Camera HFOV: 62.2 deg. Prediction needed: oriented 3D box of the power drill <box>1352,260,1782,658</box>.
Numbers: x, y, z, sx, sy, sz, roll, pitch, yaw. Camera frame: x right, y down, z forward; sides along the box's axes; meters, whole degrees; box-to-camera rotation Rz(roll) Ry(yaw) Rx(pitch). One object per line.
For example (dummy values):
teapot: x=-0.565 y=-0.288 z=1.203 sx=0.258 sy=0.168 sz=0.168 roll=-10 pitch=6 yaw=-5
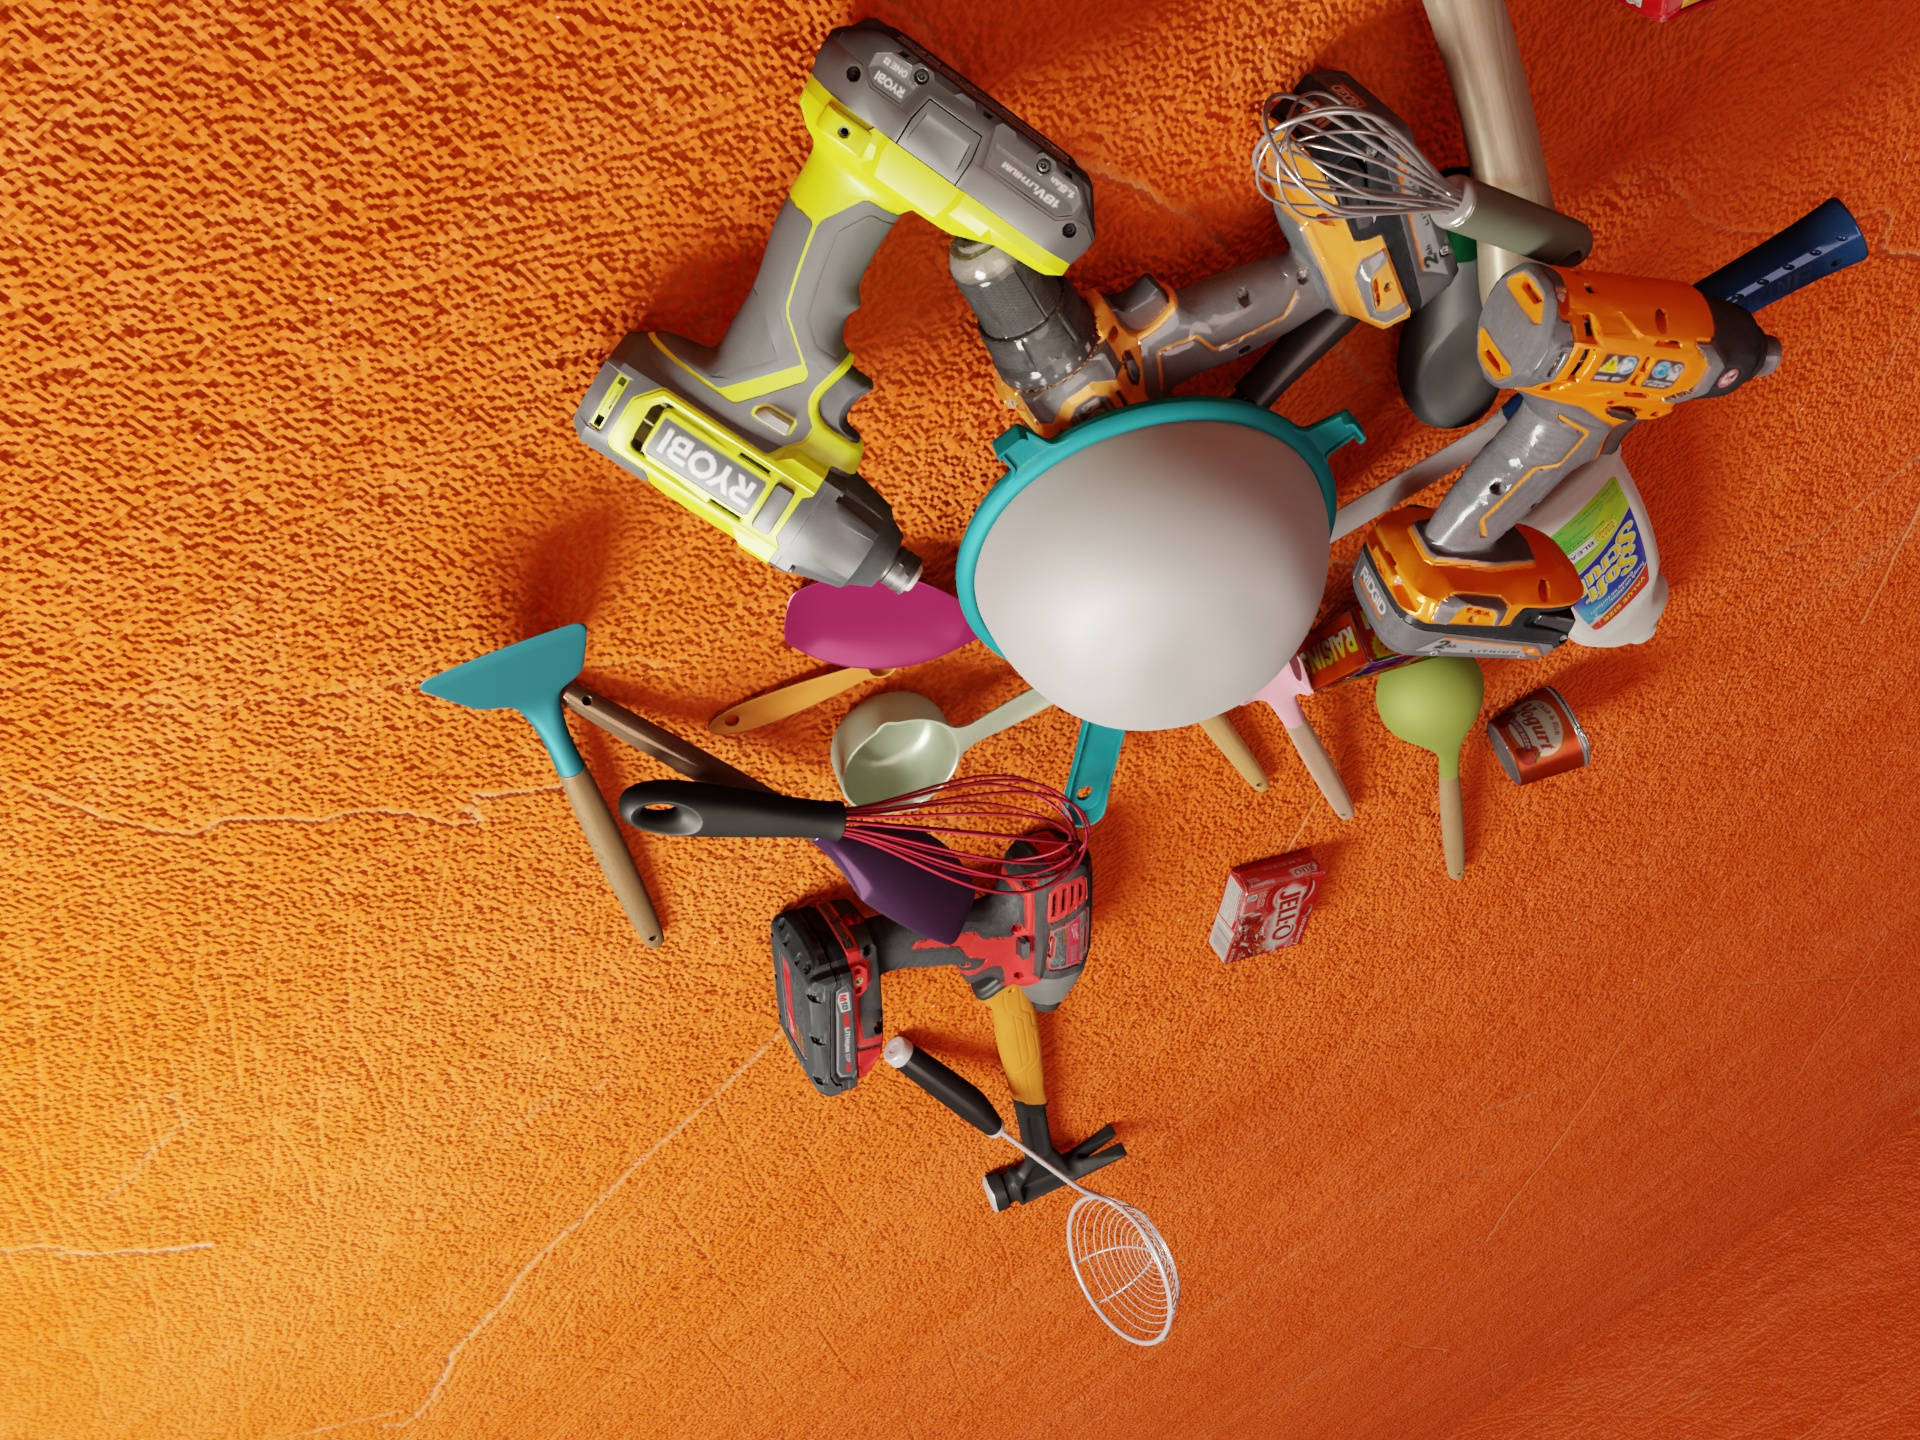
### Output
power drill: x=0.326 y=-0.136 z=0.859 sx=0.164 sy=0.084 sz=0.226 roll=1 pitch=138 yaw=-17

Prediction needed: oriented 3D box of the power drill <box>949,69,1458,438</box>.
power drill: x=0.115 y=-0.223 z=0.790 sx=0.226 sy=0.084 sz=0.185 roll=-33 pitch=137 yaw=9

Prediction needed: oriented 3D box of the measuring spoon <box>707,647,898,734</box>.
measuring spoon: x=-0.092 y=-0.018 z=0.920 sx=0.117 sy=0.011 sz=0.021 roll=-21 pitch=132 yaw=-5

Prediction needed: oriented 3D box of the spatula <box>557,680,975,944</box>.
spatula: x=-0.103 y=0.052 z=0.936 sx=0.315 sy=0.018 sz=0.060 roll=32 pitch=72 yaw=-35

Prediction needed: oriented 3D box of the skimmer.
skimmer: x=0.051 y=0.377 z=1.261 sx=0.363 sy=0.127 sz=0.090 roll=44 pitch=68 yaw=-29

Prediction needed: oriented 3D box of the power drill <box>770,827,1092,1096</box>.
power drill: x=-0.011 y=0.165 z=1.082 sx=0.219 sy=0.079 sz=0.143 roll=-16 pitch=126 yaw=-21

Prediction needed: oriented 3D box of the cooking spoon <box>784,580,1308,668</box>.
cooking spoon: x=0.056 y=-0.057 z=0.922 sx=0.318 sy=0.017 sz=0.068 roll=0 pitch=133 yaw=-15

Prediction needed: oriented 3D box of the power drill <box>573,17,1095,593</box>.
power drill: x=-0.045 y=-0.173 z=0.708 sx=0.171 sy=0.080 sz=0.223 roll=32 pitch=112 yaw=-13

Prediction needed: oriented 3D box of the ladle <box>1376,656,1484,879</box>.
ladle: x=0.369 y=0.043 z=1.225 sx=0.078 sy=0.062 sz=0.319 roll=-32 pitch=145 yaw=-1

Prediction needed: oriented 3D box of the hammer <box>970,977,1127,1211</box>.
hammer: x=0.061 y=0.288 z=1.280 sx=0.127 sy=0.034 sz=0.336 roll=-21 pitch=137 yaw=-9

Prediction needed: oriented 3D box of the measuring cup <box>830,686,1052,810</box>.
measuring cup: x=-0.002 y=-0.003 z=0.964 sx=0.167 sy=0.038 sz=0.083 roll=-26 pitch=138 yaw=-8

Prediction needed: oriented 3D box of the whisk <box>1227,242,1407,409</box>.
whisk: x=0.161 y=-0.180 z=0.883 sx=0.239 sy=0.055 sz=0.055 roll=-46 pitch=136 yaw=10

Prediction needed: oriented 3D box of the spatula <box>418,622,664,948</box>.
spatula: x=-0.207 y=0.050 z=0.879 sx=0.082 sy=0.044 sz=0.317 roll=-22 pitch=142 yaw=-10

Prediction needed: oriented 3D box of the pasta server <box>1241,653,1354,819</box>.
pasta server: x=0.234 y=0.016 z=1.086 sx=0.060 sy=0.040 sz=0.316 roll=-9 pitch=154 yaw=22

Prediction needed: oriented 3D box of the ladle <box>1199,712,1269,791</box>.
ladle: x=0.147 y=-0.025 z=1.035 sx=0.069 sy=0.031 sz=0.315 roll=-26 pitch=142 yaw=16

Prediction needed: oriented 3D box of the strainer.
strainer: x=0.102 y=-0.020 z=0.886 sx=0.211 sy=0.095 sz=0.340 roll=-5 pitch=140 yaw=-12

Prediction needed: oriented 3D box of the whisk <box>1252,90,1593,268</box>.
whisk: x=0.221 y=-0.242 z=0.734 sx=0.246 sy=0.059 sz=0.058 roll=0 pitch=158 yaw=-40

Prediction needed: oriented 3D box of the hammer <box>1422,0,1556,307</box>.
hammer: x=0.234 y=-0.349 z=0.730 sx=0.146 sy=0.038 sz=0.410 roll=-35 pitch=131 yaw=3

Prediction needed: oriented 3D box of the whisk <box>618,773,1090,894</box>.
whisk: x=-0.053 y=0.059 z=0.924 sx=0.295 sy=0.073 sz=0.073 roll=6 pitch=127 yaw=-26

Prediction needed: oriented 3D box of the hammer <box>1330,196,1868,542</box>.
hammer: x=0.302 y=-0.166 z=0.908 sx=0.405 sy=0.035 sz=0.143 roll=-31 pitch=139 yaw=24
